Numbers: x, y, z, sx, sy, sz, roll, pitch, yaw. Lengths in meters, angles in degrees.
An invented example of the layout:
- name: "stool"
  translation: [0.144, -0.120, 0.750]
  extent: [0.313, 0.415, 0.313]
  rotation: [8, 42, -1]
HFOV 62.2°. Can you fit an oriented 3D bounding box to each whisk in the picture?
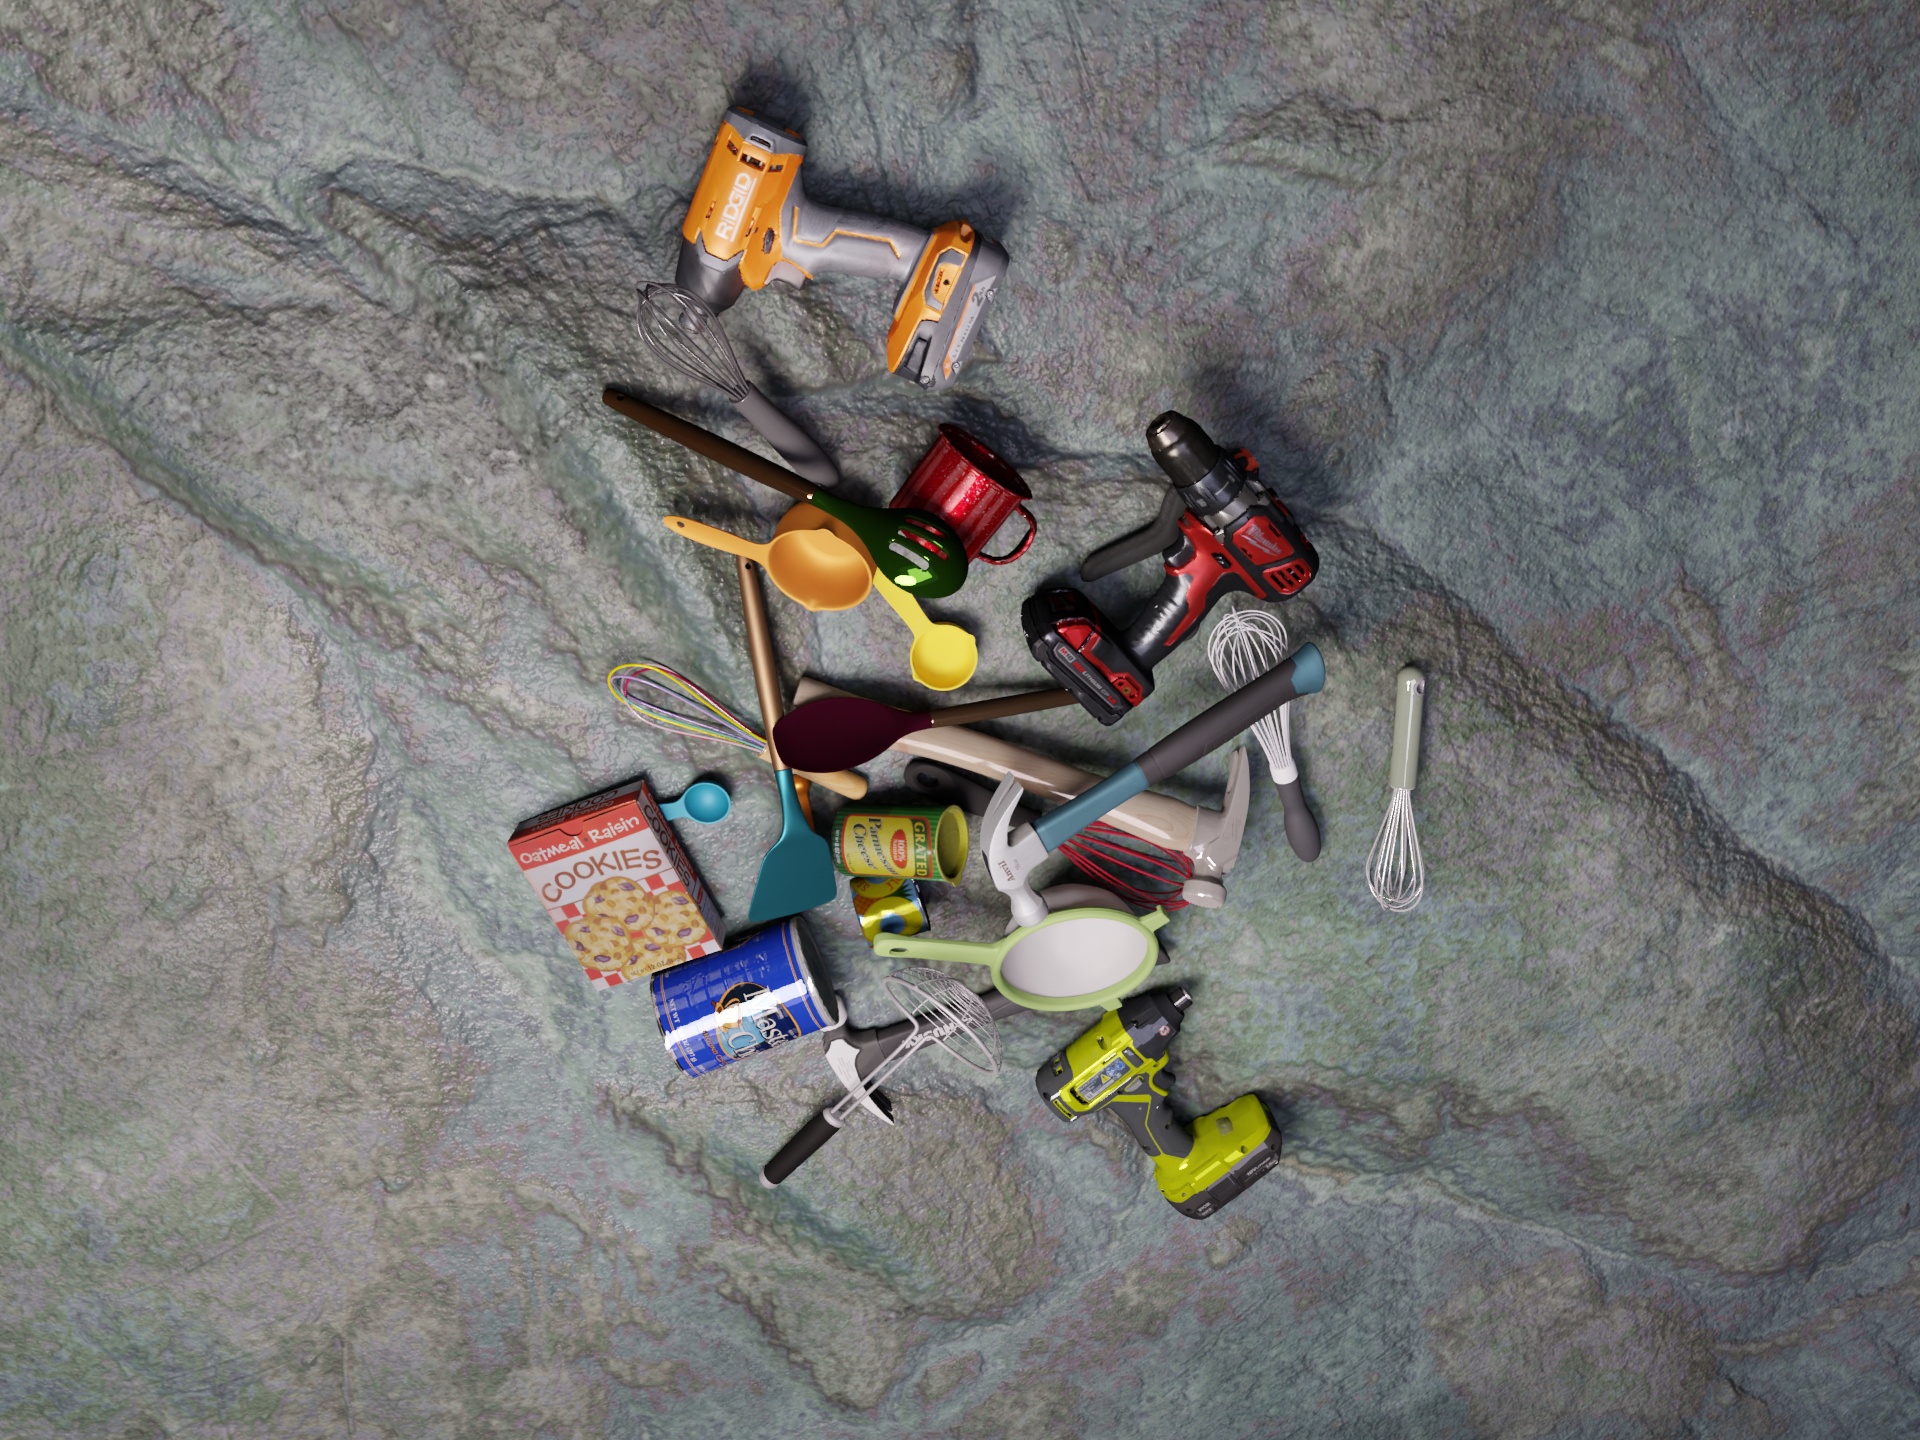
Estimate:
- name: "whisk"
  translation: [-0.162, -0.247, 1.197]
  extent: [0.055, 0.055, 0.238]
  rotation: [-39, 136, 9]
- name: "whisk"
  translation: [0.085, 0.098, 1.421]
  extent: [0.295, 0.073, 0.073]
  rotation: [22, 109, -11]
- name: "whisk"
  translation: [0.406, 0.066, 1.465]
  extent: [0.058, 0.059, 0.246]
  rotation: [-21, 118, -41]
- name: "whisk"
  translation: [-0.184, 0.011, 1.346]
  extent: [0.244, 0.051, 0.047]
  rotation: [26, 102, -22]
- name: "whisk"
  translation: [0.280, 0.020, 1.415]
  extent: [0.070, 0.070, 0.284]
  rotation: [-22, 121, 2]

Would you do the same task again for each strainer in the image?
- name: "strainer"
  translation: [0.047, 0.188, 1.416]
  extent: [0.256, 0.069, 0.151]
  rotation: [6, 135, -13]

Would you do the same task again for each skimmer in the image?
- name: "skimmer"
  translation: [-0.092, 0.344, 1.439]
  extent: [0.127, 0.090, 0.363]
  rotation: [42, 120, -2]

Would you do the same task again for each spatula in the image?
- name: "spatula"
  translation: [-0.158, 0.014, 1.328]
  extent: [0.082, 0.044, 0.317]
  rotation: [-13, 100, -24]

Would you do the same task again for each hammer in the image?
- name: "hammer"
  translation: [0.162, 0.038, 1.321]
  extent: [0.331, 0.033, 0.128]
  rotation: [-32, 120, -4]
- name: "hammer"
  translation: [0.055, 0.033, 1.377]
  extent: [0.410, 0.038, 0.146]
  rotation: [19, 72, -9]
- name: "hammer"
  translation: [0.038, 0.273, 1.504]
  extent: [0.335, 0.035, 0.146]
  rotation: [-20, 115, 0]

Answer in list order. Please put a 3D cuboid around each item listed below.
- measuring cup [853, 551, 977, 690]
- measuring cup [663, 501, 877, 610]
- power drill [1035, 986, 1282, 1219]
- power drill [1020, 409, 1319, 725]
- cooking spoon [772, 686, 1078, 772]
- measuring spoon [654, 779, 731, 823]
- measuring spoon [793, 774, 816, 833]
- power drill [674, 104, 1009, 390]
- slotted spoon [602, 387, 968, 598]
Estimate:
- name: "measuring cup"
  translation: [-0.043, -0.095, 1.334]
  extent: [0.062, 0.029, 0.156]
  rotation: [-35, 103, 6]
- name: "measuring cup"
  translation: [-0.147, -0.149, 1.271]
  extent: [0.173, 0.052, 0.095]
  rotation: [18, 141, 1]
- name: "power drill"
  translation: [0.206, 0.370, 1.554]
  extent: [0.171, 0.080, 0.223]
  rotation: [-40, 111, 10]
- name: "power drill"
  translation: [0.153, -0.124, 1.283]
  extent: [0.226, 0.080, 0.187]
  rotation: [-39, 117, 16]
- name: "cooking spoon"
  translation: [-0.002, -0.004, 1.344]
  extent: [0.319, 0.069, 0.017]
  rotation: [-10, 152, -18]
- name: "measuring spoon"
  translation: [-0.261, 0.075, 1.380]
  extent: [0.128, 0.021, 0.042]
  rotation: [-11, 118, 6]
- name: "measuring spoon"
  translation: [-0.138, 0.101, 1.410]
  extent: [0.021, 0.011, 0.116]
  rotation: [-6, 115, -6]
- name: "power drill"
  translation: [-0.096, -0.332, 1.184]
  extent: [0.226, 0.084, 0.164]
  rotation: [22, 112, -14]
- name: "slotted spoon"
  translation: [-0.135, -0.181, 1.215]
  extent: [0.314, 0.031, 0.070]
  rotation: [27, 66, 4]
